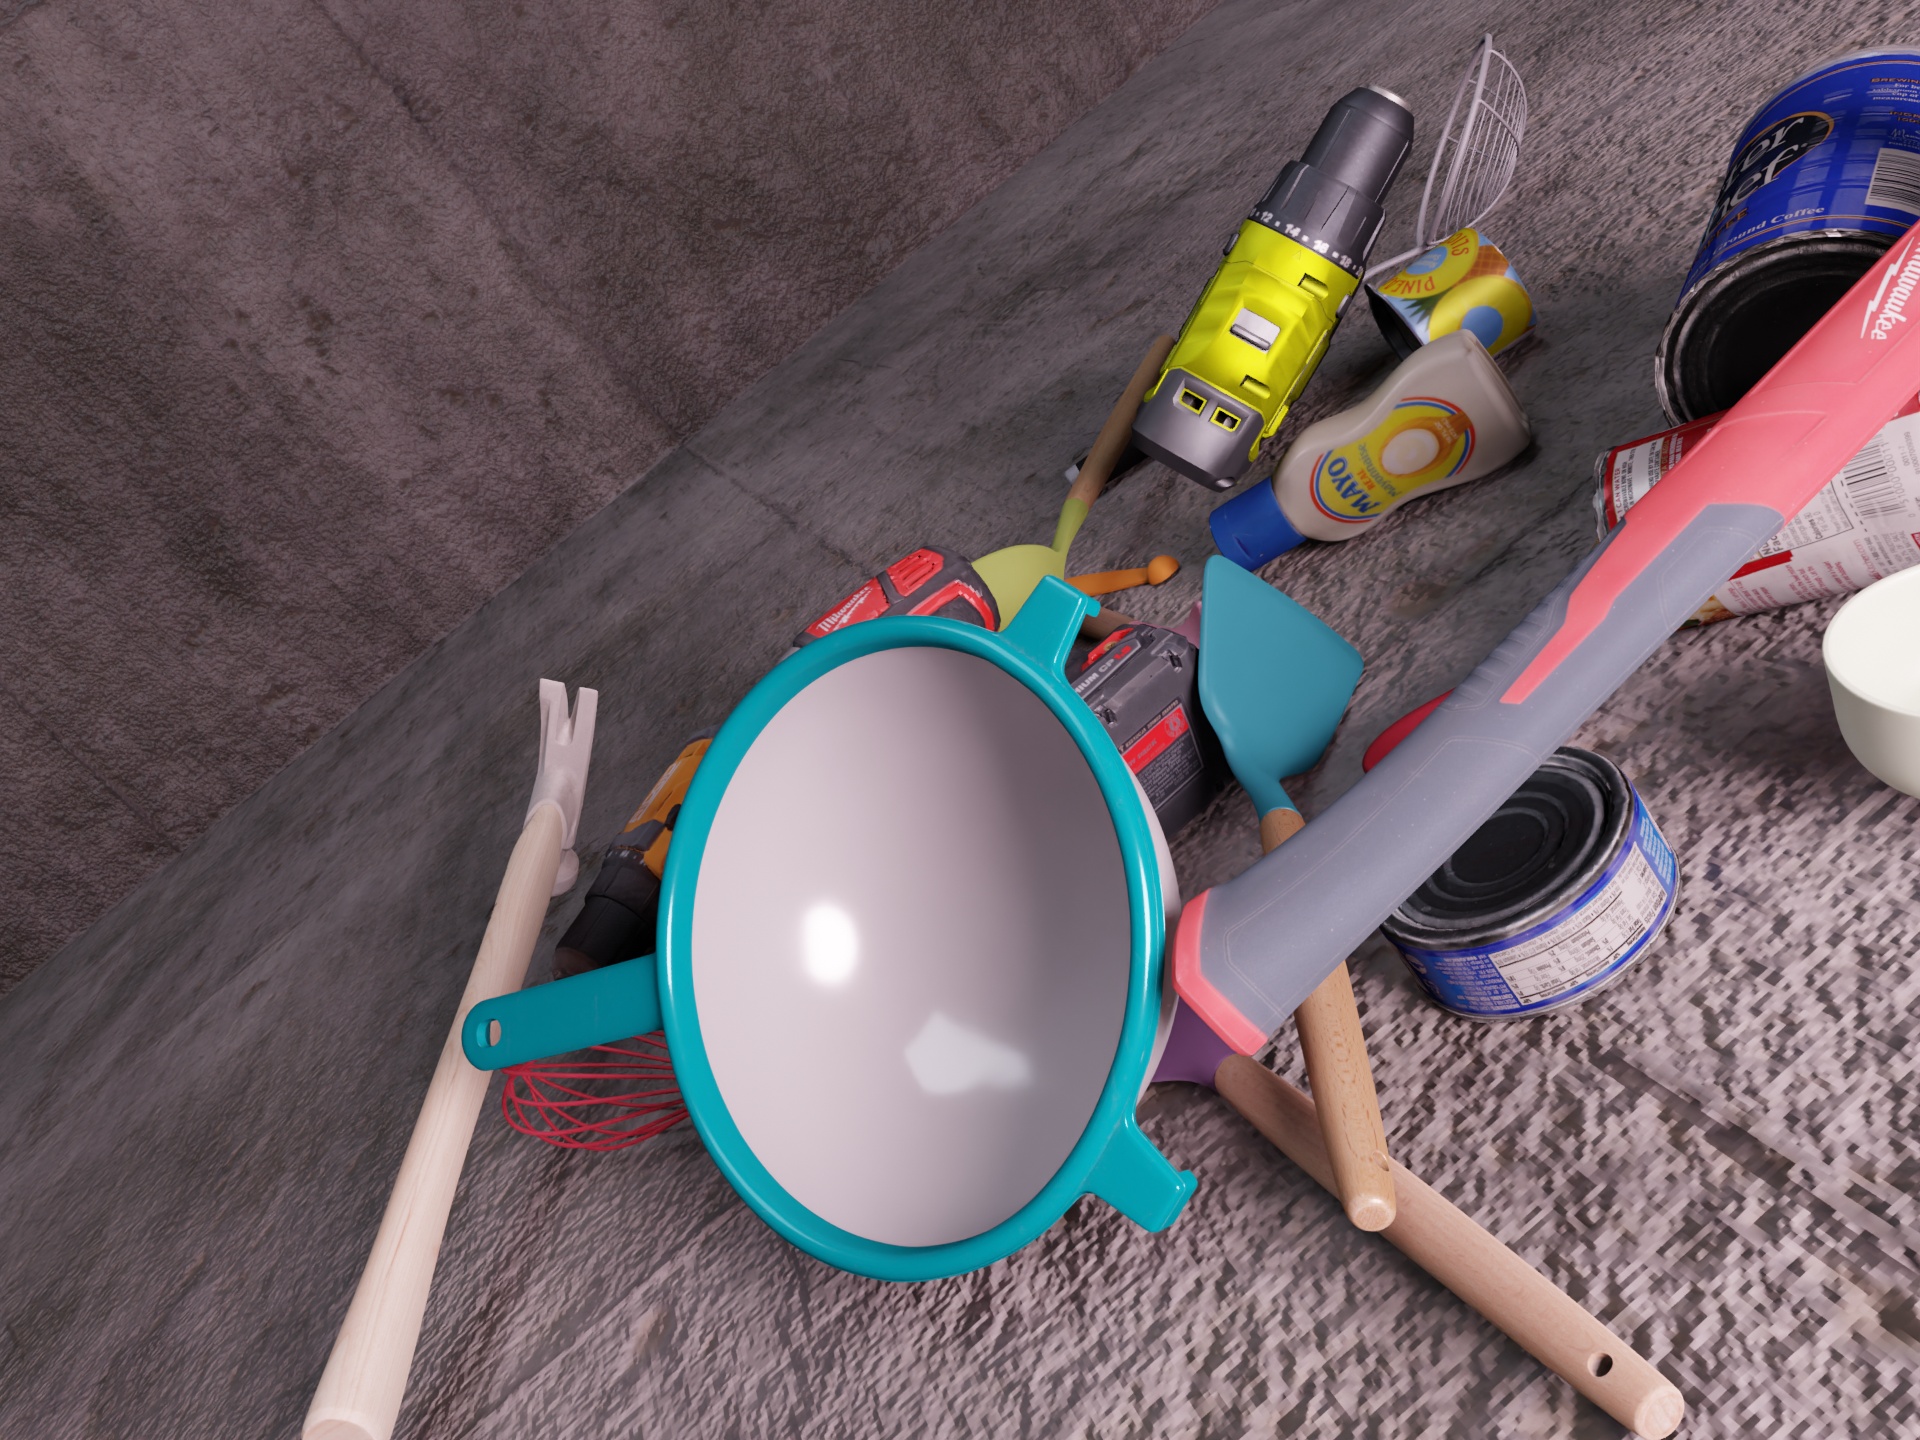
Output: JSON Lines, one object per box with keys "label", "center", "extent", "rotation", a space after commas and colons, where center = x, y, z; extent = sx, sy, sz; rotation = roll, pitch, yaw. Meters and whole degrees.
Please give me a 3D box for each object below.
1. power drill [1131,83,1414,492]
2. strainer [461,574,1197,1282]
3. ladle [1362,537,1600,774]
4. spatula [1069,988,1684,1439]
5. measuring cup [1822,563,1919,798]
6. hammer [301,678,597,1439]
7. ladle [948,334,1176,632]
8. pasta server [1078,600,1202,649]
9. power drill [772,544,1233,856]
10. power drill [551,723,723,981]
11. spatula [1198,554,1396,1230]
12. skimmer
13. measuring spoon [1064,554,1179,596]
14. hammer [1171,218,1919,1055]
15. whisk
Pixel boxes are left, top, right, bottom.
{"label": "power drill", "center": [0.163, -0.219, 0.820], "extent": [0.190, 0.080, 0.228], "rotation": [-61, -3, 16]}
{"label": "strainer", "center": [-0.049, 0.091, 0.581], "extent": [0.340, 0.095, 0.211], "rotation": [-19, 72, 37]}
{"label": "ladle", "center": [0.250, -0.072, 0.597], "extent": [0.315, 0.031, 0.069], "rotation": [-47, 25, -25]}
{"label": "spatula", "center": [0.093, 0.118, 0.476], "extent": [0.060, 0.018, 0.316], "rotation": [-52, 21, -4]}
{"label": "measuring cup", "center": [0.306, -0.014, 0.388], "extent": [0.167, 0.038, 0.083], "rotation": [-8, 33, 25]}
{"label": "hammer", "center": [-0.234, 0.147, 0.767], "extent": [0.411, 0.038, 0.146], "rotation": [-90, 14, -54]}
{"label": "ladle", "center": [0.065, -0.145, 0.922], "extent": [0.078, 0.062, 0.320], "rotation": [-55, 4, 49]}
{"label": "pasta server", "center": [0.075, -0.053, 0.830], "extent": [0.060, 0.040, 0.316], "rotation": [-51, 21, -3]}
{"label": "power drill", "center": [-0.001, -0.002, 0.701], "extent": [0.143, 0.078, 0.220], "rotation": [-39, 36, -20]}
{"label": "power drill", "center": [-0.126, 0.066, 0.865], "extent": [0.226, 0.084, 0.185], "rotation": [-20, 31, 49]}
{"label": "spatula", "center": [0.116, 0.041, 0.529], "extent": [0.044, 0.082, 0.318], "rotation": [-51, 15, 25]}
{"label": "skimmer", "center": [0.202, -0.280, 1.011], "extent": [0.363, 0.090, 0.127], "rotation": [-35, 5, 13]}
{"label": "measuring spoon", "center": [0.083, -0.083, 0.913], "extent": [0.021, 0.011, 0.117], "rotation": [-49, 23, -25]}
{"label": "hammer", "center": [0.210, -0.047, 0.426], "extent": [0.386, 0.038, 0.143], "rotation": [-46, 40, 1]}
{"label": "whisk", "center": [-0.107, 0.154, 0.685], "extent": [0.296, 0.073, 0.073], "rotation": [-9, 35, 41]}
